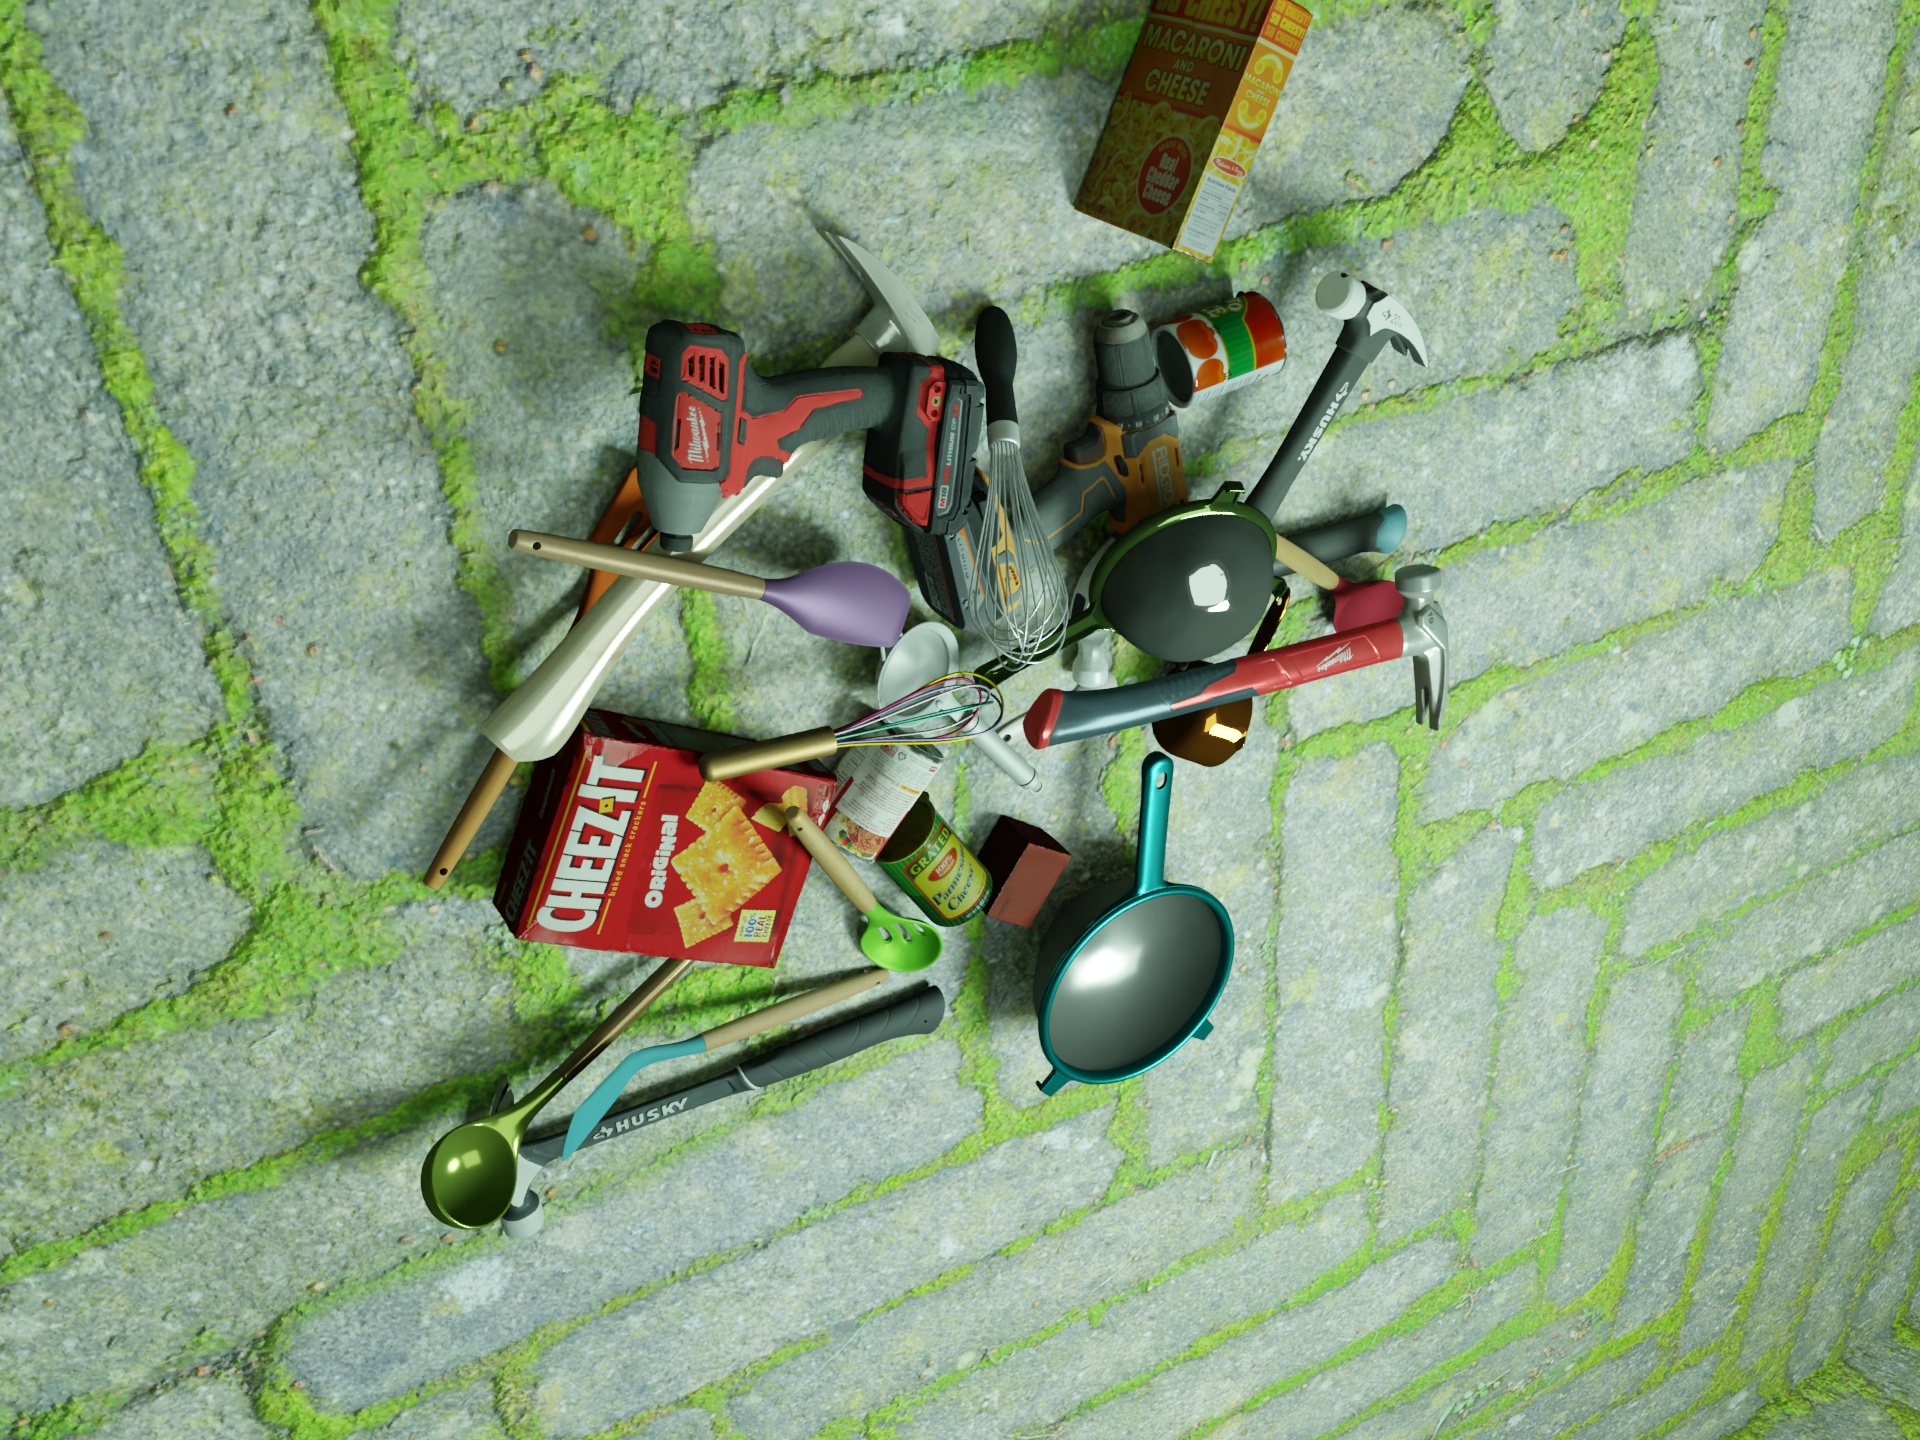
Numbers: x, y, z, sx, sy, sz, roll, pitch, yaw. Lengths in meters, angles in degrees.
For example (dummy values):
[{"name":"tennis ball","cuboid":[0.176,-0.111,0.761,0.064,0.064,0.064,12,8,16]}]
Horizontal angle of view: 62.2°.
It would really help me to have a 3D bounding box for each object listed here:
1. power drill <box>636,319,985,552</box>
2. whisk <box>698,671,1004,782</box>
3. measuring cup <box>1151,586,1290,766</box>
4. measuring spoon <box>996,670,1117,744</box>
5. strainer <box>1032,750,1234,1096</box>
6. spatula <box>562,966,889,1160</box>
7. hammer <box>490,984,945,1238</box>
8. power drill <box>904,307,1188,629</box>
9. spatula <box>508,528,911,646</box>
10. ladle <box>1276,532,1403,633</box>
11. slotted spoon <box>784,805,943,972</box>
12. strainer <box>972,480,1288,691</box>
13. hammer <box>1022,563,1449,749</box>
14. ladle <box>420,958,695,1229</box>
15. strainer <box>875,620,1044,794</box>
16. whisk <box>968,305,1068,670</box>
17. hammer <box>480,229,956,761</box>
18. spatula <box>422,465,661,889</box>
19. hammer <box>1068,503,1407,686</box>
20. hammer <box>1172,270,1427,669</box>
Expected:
[{"name":"power drill","cuboid":[-0.102,-0.177,1.031,0.219,0.079,0.143,-2,111,-29]},{"name":"whisk","cuboid":[-0.077,0.006,1.175,0.245,0.051,0.047,-13,105,-25]},{"name":"measuring cup","cuboid":[0.220,-0.043,1.346,0.052,0.095,0.173,14,115,-26]},{"name":"measuring spoon","cuboid":[0.081,-0.005,1.339,0.124,0.018,0.034,-28,128,-12]},{"name":"strainer","cuboid":[0.142,0.165,1.427,0.211,0.095,0.340,-13,121,-26]},{"name":"spatula","cuboid":[-0.184,0.264,1.296,0.317,0.044,0.082,-16,145,-35]},{"name":"hammer","cuboid":[-0.200,0.304,1.349,0.409,0.036,0.149,-17,123,-22]},{"name":"power drill","cuboid":[0.067,-0.188,1.187,0.226,0.084,0.185,-28,127,-19]},{"name":"spatula","cuboid":[-0.155,-0.095,1.065,0.315,0.018,0.059,8,105,-42]},{"name":"ladle","cuboid":[0.300,-0.121,1.333,0.069,0.031,0.315,-43,150,19]},{"name":"slotted spoon","cuboid":[-0.080,0.135,1.261,0.070,0.031,0.313,-13,150,9]},{"name":"strainer","cuboid":[0.131,-0.068,1.205,0.256,0.069,0.151,-27,144,10]},{"name":"hammer","cuboid":[0.233,-0.020,1.300,0.386,0.038,0.143,-14,108,-19]},{"name":"ladle","cuboid":[-0.284,0.259,1.231,0.320,0.062,0.078,-44,116,-15]},{"name":"strainer","cuboid":[-0.002,-0.004,1.274,0.087,0.050,0.258,-55,133,-9]},{"name":"whisk","cuboid":[0.031,-0.165,1.086,0.070,0.285,0.070,-3,156,-2]},{"name":"hammer","cuboid":[-0.174,-0.141,1.068,0.410,0.038,0.146,-48,128,-7]},{"name":"spatula","cuboid":[-0.277,-0.024,1.086,0.081,0.041,0.322,32,87,-39]},{"name":"hammer","cuboid":[0.240,-0.128,1.350,0.331,0.033,0.128,-17,125,-21]},{"name":"hammer","cuboid":[0.251,-0.185,1.264,0.146,0.035,0.334,6,120,-48]}]
